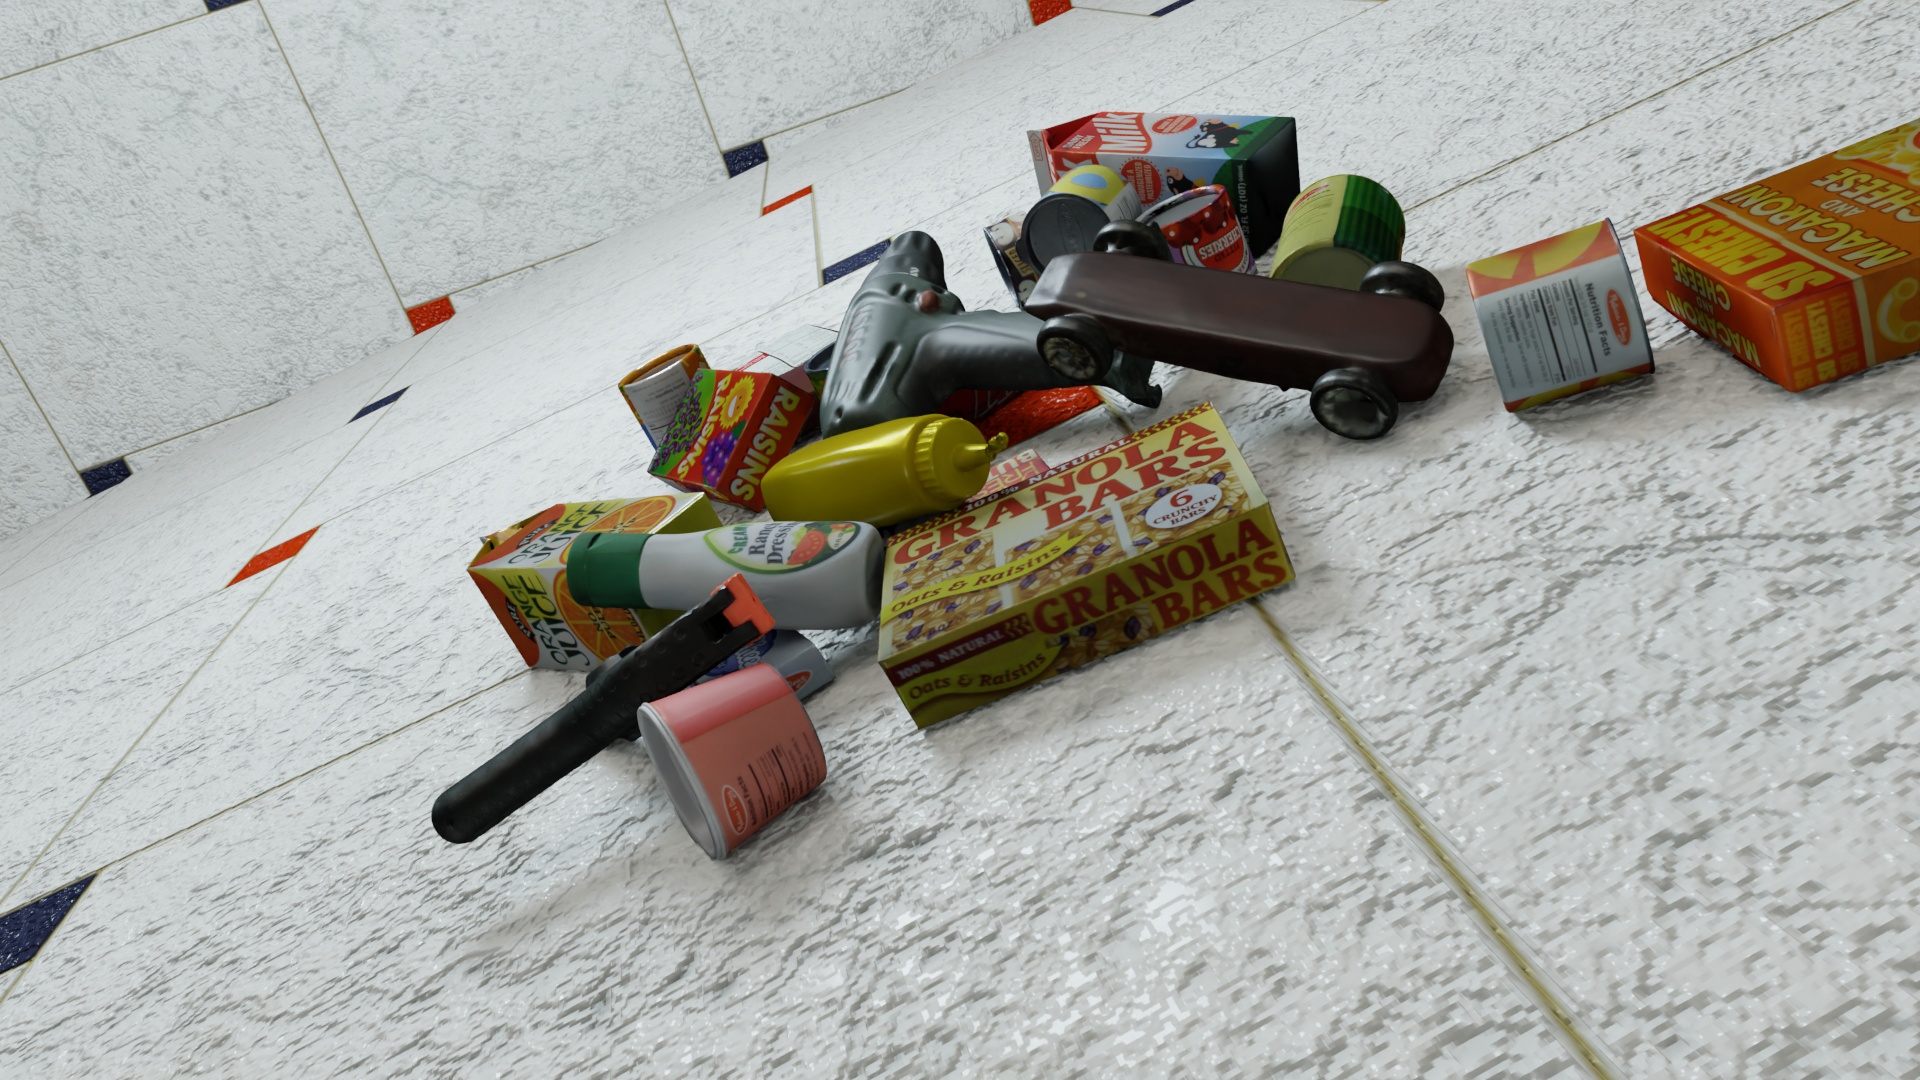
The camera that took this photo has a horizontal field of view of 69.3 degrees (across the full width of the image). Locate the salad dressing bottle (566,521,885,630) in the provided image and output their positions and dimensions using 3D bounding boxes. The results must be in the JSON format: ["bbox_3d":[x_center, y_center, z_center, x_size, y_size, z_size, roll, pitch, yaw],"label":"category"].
[{"bbox_3d":[-0.111,0.015,0.659,0.148,0.043,0.064,0,29,11],"label":"salad dressing bottle"}]

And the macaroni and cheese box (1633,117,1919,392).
[{"bbox_3d":[0.371,-0.121,0.536,0.166,0.040,0.124,-21,24,11],"label":"macaroni and cheese box"}]

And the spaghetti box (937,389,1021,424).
[{"bbox_3d":[0.017,-0.105,0.886,0.251,0.028,0.050,-36,25,-22],"label":"spaghetti box"}]

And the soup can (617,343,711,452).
[{"bbox_3d":[-0.202,-0.094,1.020,0.071,0.083,0.071,-22,22,10],"label":"soup can"}]

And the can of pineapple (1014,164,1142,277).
[{"bbox_3d":[0.078,-0.205,0.909,0.071,0.070,0.058,-11,27,32],"label":"can of pineapple"}]

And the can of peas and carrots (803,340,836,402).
[{"bbox_3d":[-0.061,-0.104,0.927,0.071,0.058,0.071,-22,24,10],"label":"can of peas and carrots"}]

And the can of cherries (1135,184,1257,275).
[{"bbox_3d":[0.149,-0.185,0.881,0.071,0.058,0.072,-22,23,10],"label":"can of cherries"}]

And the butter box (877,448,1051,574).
[{"bbox_3d":[0.003,-0.009,0.701,0.103,0.024,0.053,-26,22,0],"label":"butter box"}]

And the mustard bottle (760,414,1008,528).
[{"bbox_3d":[-0.033,-0.033,0.686,0.160,0.048,0.065,-8,19,48],"label":"mustard bottle"}]

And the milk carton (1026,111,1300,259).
[{"bbox_3d":[0.131,-0.249,0.960,0.190,0.072,0.074,13,43,35],"label":"milk carton"}]

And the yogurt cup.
[{"bbox_3d":[-0.089,0.084,0.551,0.054,0.072,0.072,-27,21,-23],"label":"yogurt cup"}]

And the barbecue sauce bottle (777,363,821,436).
[{"bbox_3d":[-0.070,-0.121,0.993,0.148,0.043,0.065,-26,26,0],"label":"barbecue sauce bottle"}]

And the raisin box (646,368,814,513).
[{"bbox_3d":[-0.155,-0.069,0.932,0.123,0.040,0.086,12,75,57],"label":"raisin box"}]

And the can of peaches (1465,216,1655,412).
[{"bbox_3d":[0.246,-0.092,0.573,0.058,0.071,0.071,-17,24,23],"label":"can of peaches"}]

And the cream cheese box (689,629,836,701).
[{"bbox_3d":[-0.103,0.059,0.668,0.053,0.024,0.104,-32,24,-17],"label":"cream cheese box"}]

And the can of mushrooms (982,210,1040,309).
[{"bbox_3d":[0.045,-0.208,1.026,0.033,0.071,0.071,-24,23,2],"label":"can of mushrooms"}]

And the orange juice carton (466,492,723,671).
[{"bbox_3d":[-0.210,0.025,0.790,0.192,0.071,0.073,-2,32,43],"label":"orange juice carton"}]

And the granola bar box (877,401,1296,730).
[{"bbox_3d":[0.048,0.007,0.600,0.165,0.039,0.125,-23,23,8],"label":"granola bar box"}]

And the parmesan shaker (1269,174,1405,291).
[{"bbox_3d":[0.198,-0.144,0.736,0.071,0.071,0.103,-14,26,27],"label":"parmesan shaker"}]
